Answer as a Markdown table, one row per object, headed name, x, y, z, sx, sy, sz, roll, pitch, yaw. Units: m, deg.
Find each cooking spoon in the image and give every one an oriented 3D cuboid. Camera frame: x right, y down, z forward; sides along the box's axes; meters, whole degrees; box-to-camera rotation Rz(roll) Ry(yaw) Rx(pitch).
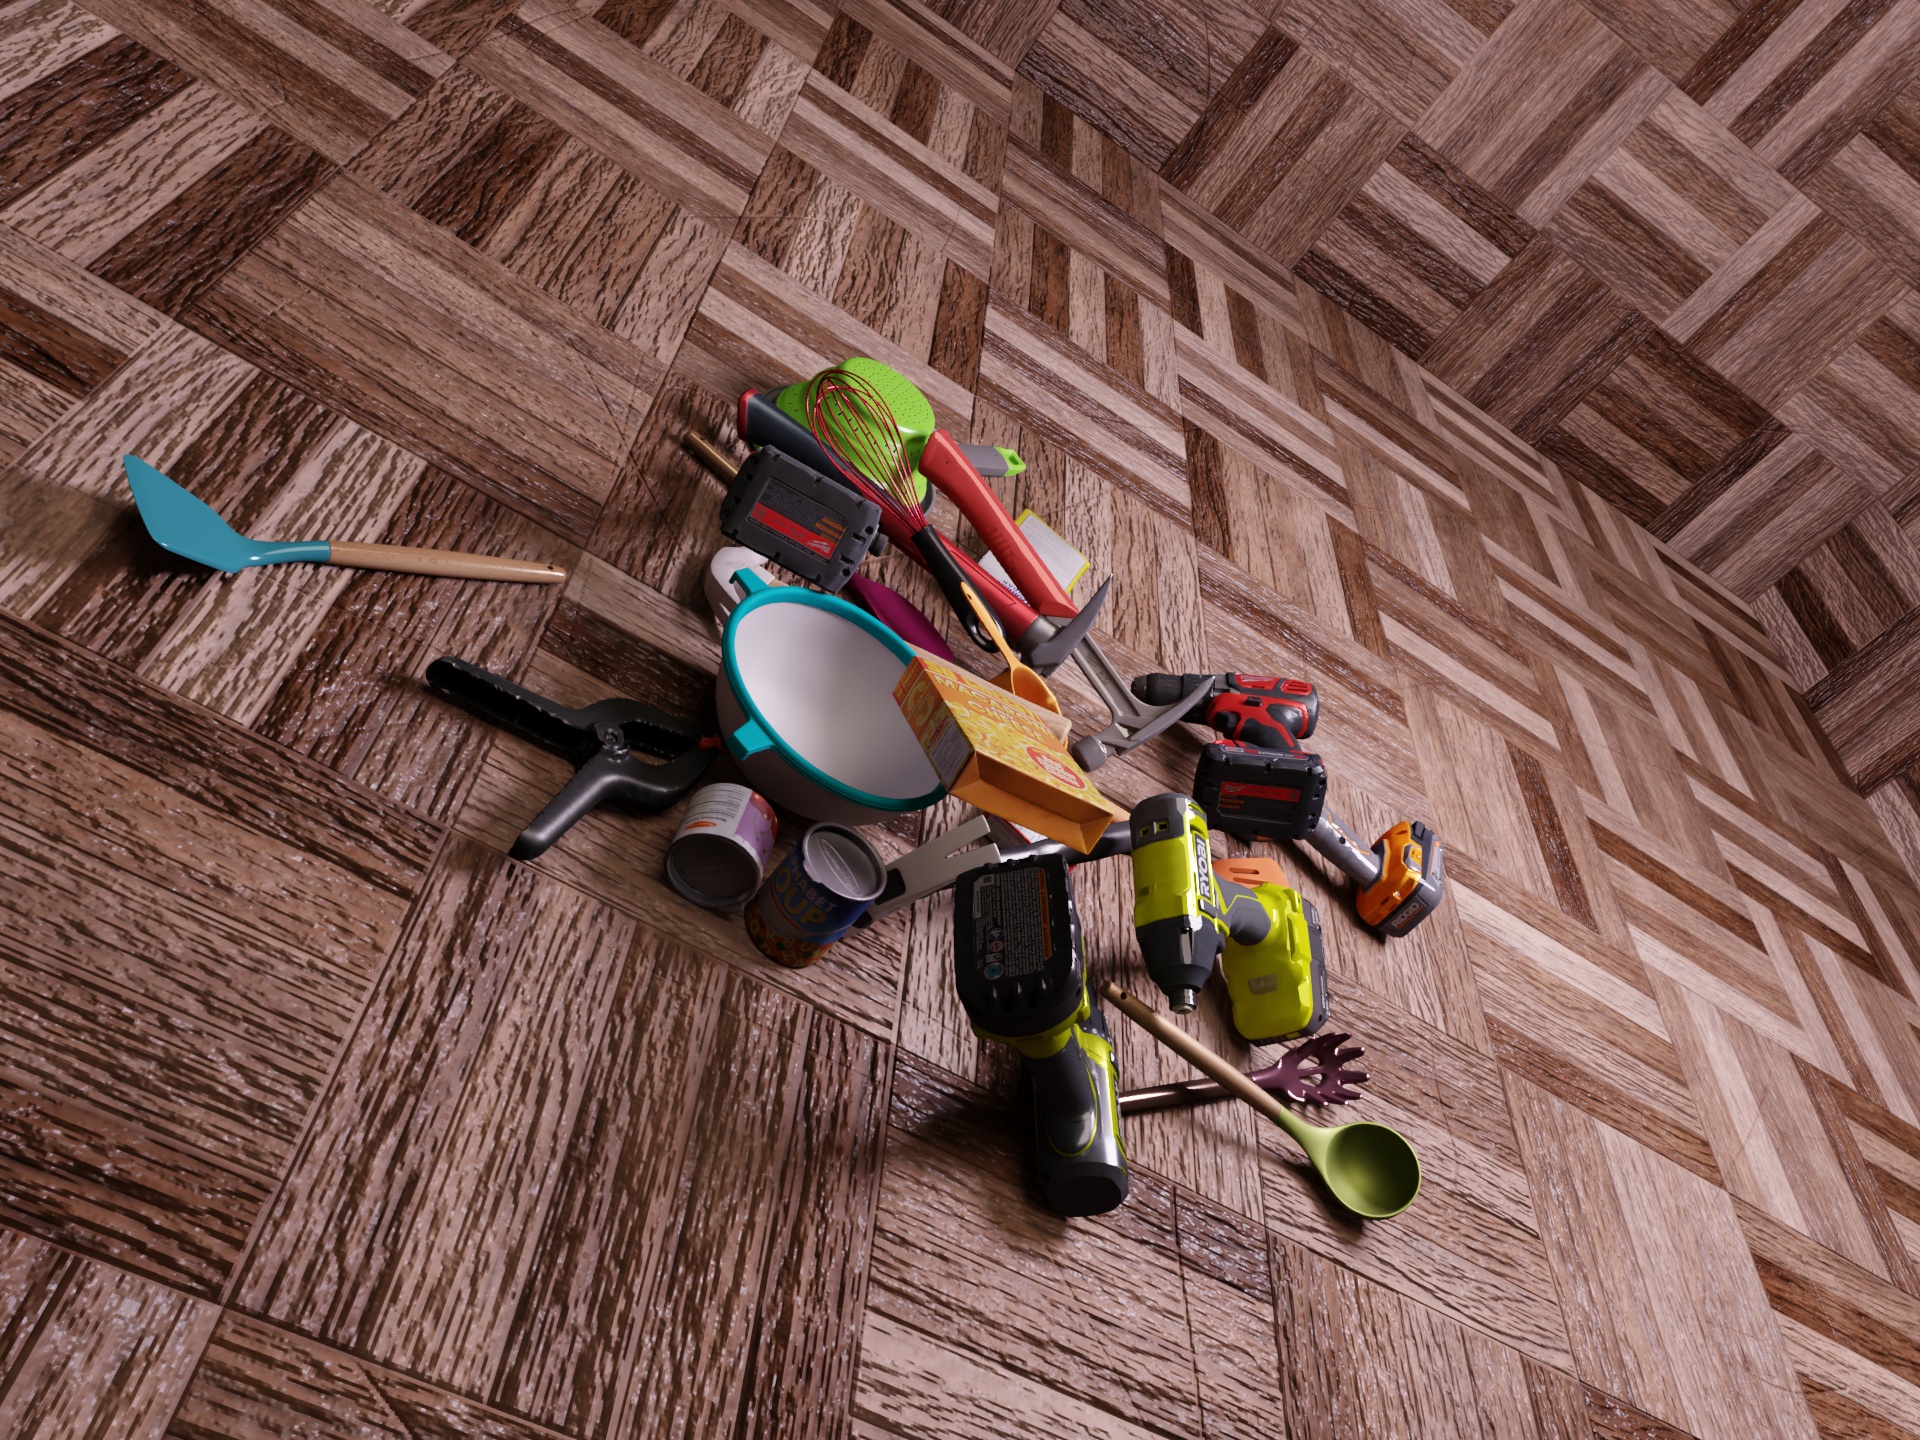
| name | x | y | z | sx | sy | sz | roll | pitch | yaw |
| --- | --- | --- | --- | --- | --- | --- | --- | --- | --- |
| cooking spoon | -0.130 | -0.155 | 1.448 | 0.319 | 0.017 | 0.069 | 42 | 30 | 0 |

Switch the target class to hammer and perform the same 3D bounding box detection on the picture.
| name | x | y | z | sx | sy | sz | roll | pitch | yaw |
| --- | --- | --- | --- | --- | --- | --- | --- | --- | --- |
| hammer | 0.058 | 0.102 | 1.220 | 0.334 | 0.146 | 0.035 | -5 | 69 | -50 |
| hammer | 0.081 | -0.133 | 1.508 | 0.359 | 0.149 | 0.036 | 56 | -8 | 11 |
| hammer | -0.044 | -0.189 | 1.467 | 0.386 | 0.143 | 0.038 | 39 | 0 | 5 |
| hammer | -0.062 | -0.057 | 1.324 | 0.331 | 0.031 | 0.130 | 26 | 35 | 4 |

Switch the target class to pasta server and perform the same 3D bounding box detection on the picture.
| name | x | y | z | sx | sy | sz | roll | pitch | yaw |
| --- | --- | --- | --- | --- | --- | --- | --- | --- | --- |
| pasta server | 0.217 | 0.289 | 1.263 | 0.316 | 0.040 | 0.060 | 4 | 73 | -42 |

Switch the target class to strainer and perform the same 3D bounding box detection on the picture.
| name | x | y | z | sx | sy | sz | roll | pitch | yaw |
| --- | --- | --- | --- | --- | --- | --- | --- | --- | --- |
| strainer | -0.057 | 0.029 | 1.238 | 0.340 | 0.095 | 0.211 | 25 | 37 | -29 |

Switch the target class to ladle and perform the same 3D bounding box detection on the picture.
| name | x | y | z | sx | sy | sz | roll | pitch | yaw |
| --- | --- | --- | --- | --- | --- | --- | --- | --- | --- |
| ladle | 0.233 | 0.288 | 1.227 | 0.320 | 0.062 | 0.078 | 38 | 57 | -19 |

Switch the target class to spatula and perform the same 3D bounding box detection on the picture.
| name | x | y | z | sx | sy | sz | roll | pitch | yaw |
| --- | --- | --- | --- | --- | --- | --- | --- | --- | --- |
| spatula | 0.177 | 0.099 | 1.425 | 0.322 | 0.041 | 0.081 | 31 | 28 | -28 |
| spatula | -0.408 | -0.121 | 1.096 | 0.317 | 0.044 | 0.082 | 2 | 46 | -46 |

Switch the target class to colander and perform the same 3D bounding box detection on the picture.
| name | x | y | z | sx | sy | sz | roll | pitch | yaw |
| --- | --- | --- | --- | --- | --- | --- | --- | --- | --- |
| colander | -0.041 | -0.299 | 1.638 | 0.397 | 0.094 | 0.205 | -8 | 57 | -50 |

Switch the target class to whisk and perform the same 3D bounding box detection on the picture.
| name | x | y | z | sx | sy | sz | roll | pitch | yaw |
| --- | --- | --- | --- | --- | --- | --- | --- | --- | --- |
| whisk | -0.045 | -0.186 | 1.421 | 0.296 | 0.073 | 0.073 | 57 | 33 | -1 |

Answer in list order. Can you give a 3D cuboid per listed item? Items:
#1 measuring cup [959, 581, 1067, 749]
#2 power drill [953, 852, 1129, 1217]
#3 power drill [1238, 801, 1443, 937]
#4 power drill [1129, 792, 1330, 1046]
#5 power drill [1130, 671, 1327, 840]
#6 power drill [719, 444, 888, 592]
| name | x | y | z | sx | sy | sz | roll | pitch | yaw |
| --- | --- | --- | --- | --- | --- | --- | --- | --- | --- |
| measuring cup | 0.028 | -0.036 | 1.395 | 0.173 | 0.052 | 0.095 | 59 | 24 | -1 |
| power drill | 0.061 | 0.199 | 1.084 | 0.191 | 0.080 | 0.228 | -91 | 166 | -49 |
| power drill | 0.377 | 0.103 | 1.614 | 0.226 | 0.084 | 0.164 | 34 | 33 | -4 |
| power drill | 0.213 | 0.177 | 1.282 | 0.223 | 0.080 | 0.171 | 35 | 45 | -44 |
| power drill | 0.257 | 0.018 | 1.532 | 0.188 | 0.080 | 0.227 | 7 | 28 | 3 |
| power drill | -0.125 | -0.171 | 1.329 | 0.143 | 0.078 | 0.220 | 28 | 8 | -8 |
